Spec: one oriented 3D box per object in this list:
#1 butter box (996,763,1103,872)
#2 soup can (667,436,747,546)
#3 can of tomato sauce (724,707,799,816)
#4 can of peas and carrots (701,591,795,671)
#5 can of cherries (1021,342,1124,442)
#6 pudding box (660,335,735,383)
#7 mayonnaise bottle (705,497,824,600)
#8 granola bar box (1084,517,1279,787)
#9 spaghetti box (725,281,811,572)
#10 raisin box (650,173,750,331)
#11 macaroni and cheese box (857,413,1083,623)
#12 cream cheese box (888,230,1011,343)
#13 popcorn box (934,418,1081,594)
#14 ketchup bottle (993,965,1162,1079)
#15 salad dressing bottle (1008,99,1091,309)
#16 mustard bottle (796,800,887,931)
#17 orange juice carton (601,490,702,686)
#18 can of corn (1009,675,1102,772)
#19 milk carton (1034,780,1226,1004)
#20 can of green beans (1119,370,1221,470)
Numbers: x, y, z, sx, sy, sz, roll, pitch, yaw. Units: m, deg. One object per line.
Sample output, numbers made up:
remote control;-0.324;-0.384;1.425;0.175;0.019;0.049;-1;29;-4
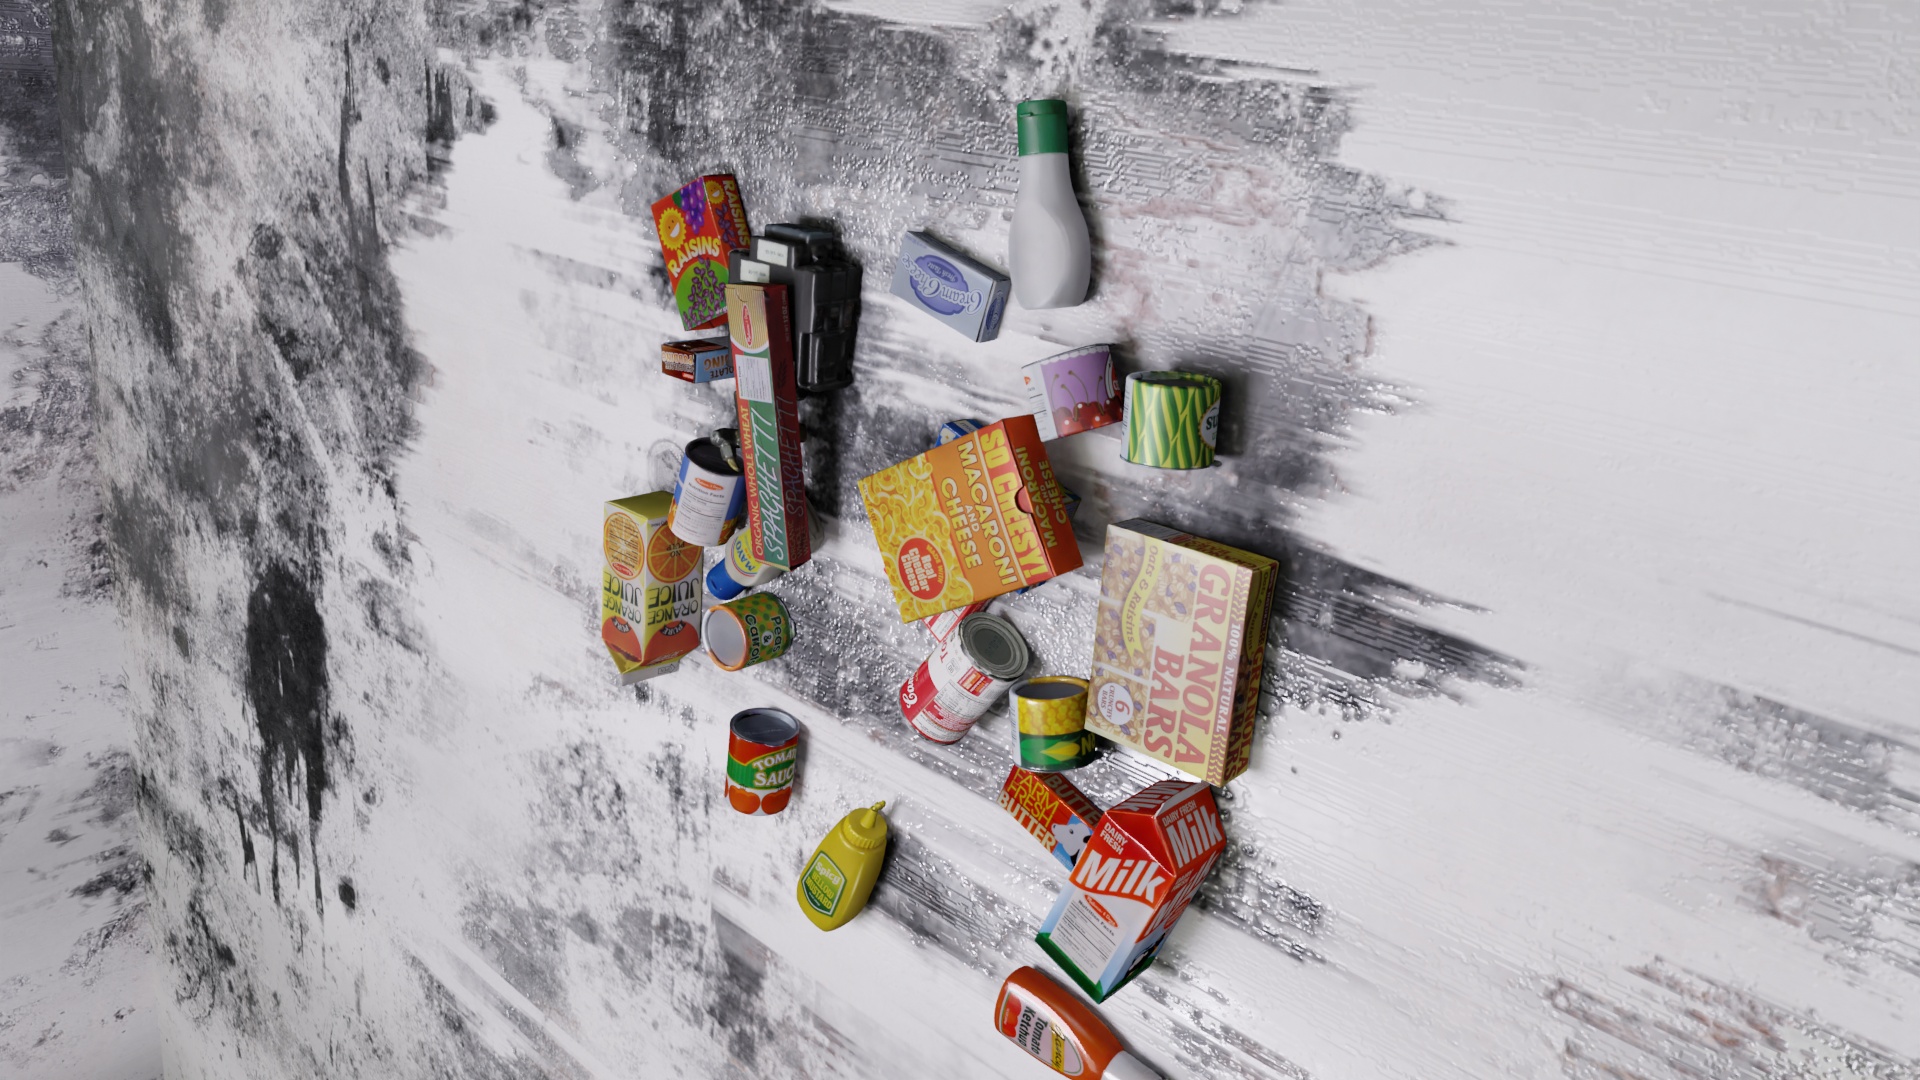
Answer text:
butter box;0.078;0.223;1.128;0.104;0.024;0.052;40;125;28
soup can;-0.236;-0.047;1.318;0.071;0.071;0.083;40;125;28
can of tomato sauce;-0.191;0.214;1.339;0.071;0.071;0.082;25;117;35
can of peas and carrots;-0.202;0.087;1.323;0.071;0.059;0.070;13;109;39
can of cherries;0.086;-0.108;1.013;0.071;0.072;0.058;-14;92;43
pudding box;-0.225;-0.166;1.263;0.050;0.084;0.030;20;114;37
mayonnaise bottle;-0.188;0.010;1.302;0.147;0.041;0.065;-37;78;40
granola bar box;0.158;0.078;1.011;0.124;0.039;0.165;19;113;38
spaghetti box;-0.164;-0.097;1.193;0.050;0.029;0.249;13;114;39
raisin box;-0.231;-0.263;1.275;0.086;0.040;0.123;-14;93;44
macaroni and cheese box;0.004;-0.013;1.071;0.166;0.040;0.123;-20;87;43
cream cheese box;-0.009;-0.202;1.101;0.104;0.024;0.053;35;122;31
popcorn box;0.027;-0.029;1.103;0.127;0.038;0.084;39;123;29
ketchup bottle;0.097;0.416;1.147;0.149;0.044;0.064;26;117;34
salad dressing bottle;0.063;-0.244;1.014;0.064;0.044;0.147;6;103;43
mustard bottle;-0.104;0.295;1.293;0.065;0.049;0.159;42;125;25
orange juice carton;-0.312;0.053;1.404;0.073;0.072;0.192;20;113;37
can of corn;0.074;0.142;1.085;0.071;0.071;0.058;5;104;41
milk carton;0.135;0.254;1.053;0.073;0.072;0.189;40;125;27
can of green beans;0.146;-0.084;0.963;0.071;0.071;0.057;16;111;38
